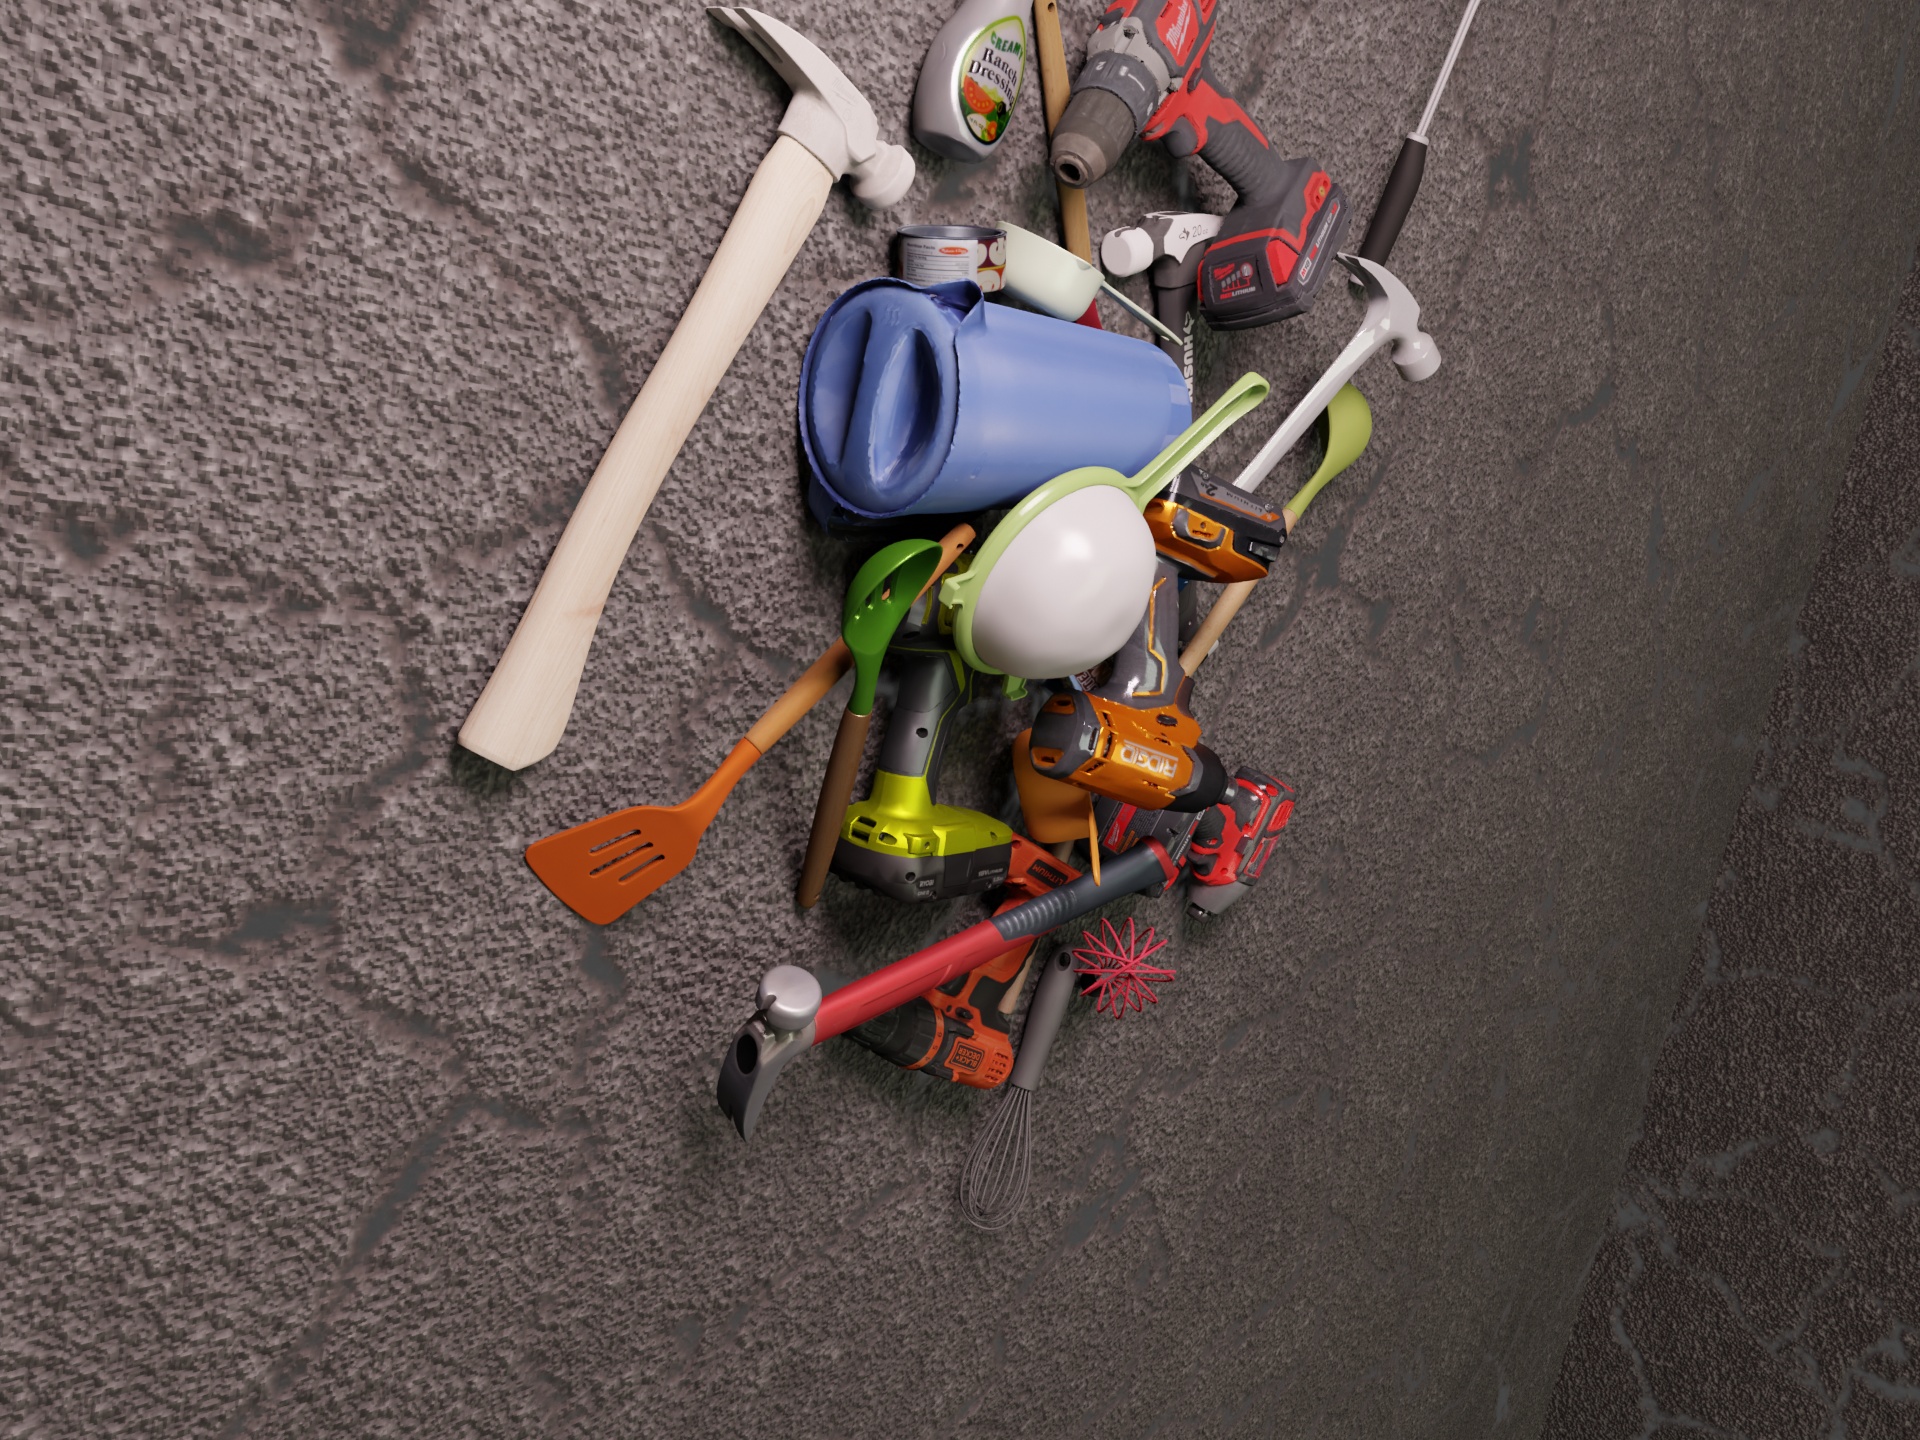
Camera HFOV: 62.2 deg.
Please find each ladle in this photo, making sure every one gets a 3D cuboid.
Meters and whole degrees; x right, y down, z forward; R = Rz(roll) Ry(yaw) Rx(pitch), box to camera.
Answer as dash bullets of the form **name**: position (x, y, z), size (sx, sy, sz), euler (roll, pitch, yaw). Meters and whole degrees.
- **ladle**: position (0.241, -0.151, 1.278), size (0.320, 0.062, 0.078), euler (-54, 154, -19)
- **ladle**: position (0.076, -0.319, 1.053), size (0.069, 0.031, 0.315), euler (-30, 126, -28)

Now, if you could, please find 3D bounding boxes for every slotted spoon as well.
- **slotted spoon**: position (-0.067, 0.011, 0.949), size (0.070, 0.031, 0.313), euler (-33, 152, -40)

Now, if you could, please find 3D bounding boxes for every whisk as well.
- **whisk**: position (0.053, 0.294, 1.283), size (0.055, 0.055, 0.239), euler (20, 87, -51)
- **whisk**: position (0.113, 0.190, 1.202), size (0.073, 0.073, 0.295), euler (-60, 174, -10)

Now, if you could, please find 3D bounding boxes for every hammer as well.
- **hammer**: position (-0.162, -0.168, 0.840), size (0.146, 0.038, 0.411), euler (33, 81, -49)
- **hammer**: position (0.201, -0.170, 1.185), size (0.405, 0.035, 0.143), euler (-50, 132, -3)
- **hammer**: position (0.167, -0.212, 1.196), size (0.146, 0.035, 0.334), euler (-28, 126, -38)
- **hammer**: position (0.006, 0.164, 1.084), size (0.386, 0.038, 0.143), euler (-19, 145, -40)

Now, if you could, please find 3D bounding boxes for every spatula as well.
- **spatula**: position (-0.110, -0.006, 0.929), size (0.322, 0.041, 0.080), euler (-46, 135, -13)

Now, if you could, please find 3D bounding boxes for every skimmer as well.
- **skimmer**: position (0.370, -0.539, 1.288), size (0.127, 0.090, 0.363), euler (-5, 120, -50)

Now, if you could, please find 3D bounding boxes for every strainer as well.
- **strainer**: position (0.110, -0.110, 0.972), size (0.256, 0.069, 0.151), euler (-43, 151, -4)

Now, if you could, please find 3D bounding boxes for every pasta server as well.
- **pasta server**: position (0.092, 0.083, 1.238), size (0.060, 0.040, 0.316), euler (-3, 113, -77)

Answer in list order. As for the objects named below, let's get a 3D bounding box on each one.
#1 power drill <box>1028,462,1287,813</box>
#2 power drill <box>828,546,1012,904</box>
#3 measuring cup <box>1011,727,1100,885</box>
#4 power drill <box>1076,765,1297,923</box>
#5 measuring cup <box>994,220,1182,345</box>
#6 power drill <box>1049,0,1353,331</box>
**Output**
- **power drill**: position (0.148, -0.049, 1.099), size (0.164, 0.084, 0.226), euler (20, 83, -30)
- **power drill**: position (-0.002, -0.003, 1.066), size (0.190, 0.080, 0.228), euler (-3, 106, -51)
- **measuring cup**: position (0.068, 0.067, 1.121), size (0.174, 0.052, 0.095), euler (-91, 169, -60)
- **power drill**: position (0.195, 0.098, 1.331), size (0.219, 0.079, 0.143), euler (18, 101, -55)
- **measuring cup**: position (0.081, -0.266, 1.028), size (0.167, 0.083, 0.038), euler (22, 102, -39)
- **power drill**: position (0.153, -0.360, 1.043), size (0.226, 0.080, 0.188), euler (45, 61, -33)
